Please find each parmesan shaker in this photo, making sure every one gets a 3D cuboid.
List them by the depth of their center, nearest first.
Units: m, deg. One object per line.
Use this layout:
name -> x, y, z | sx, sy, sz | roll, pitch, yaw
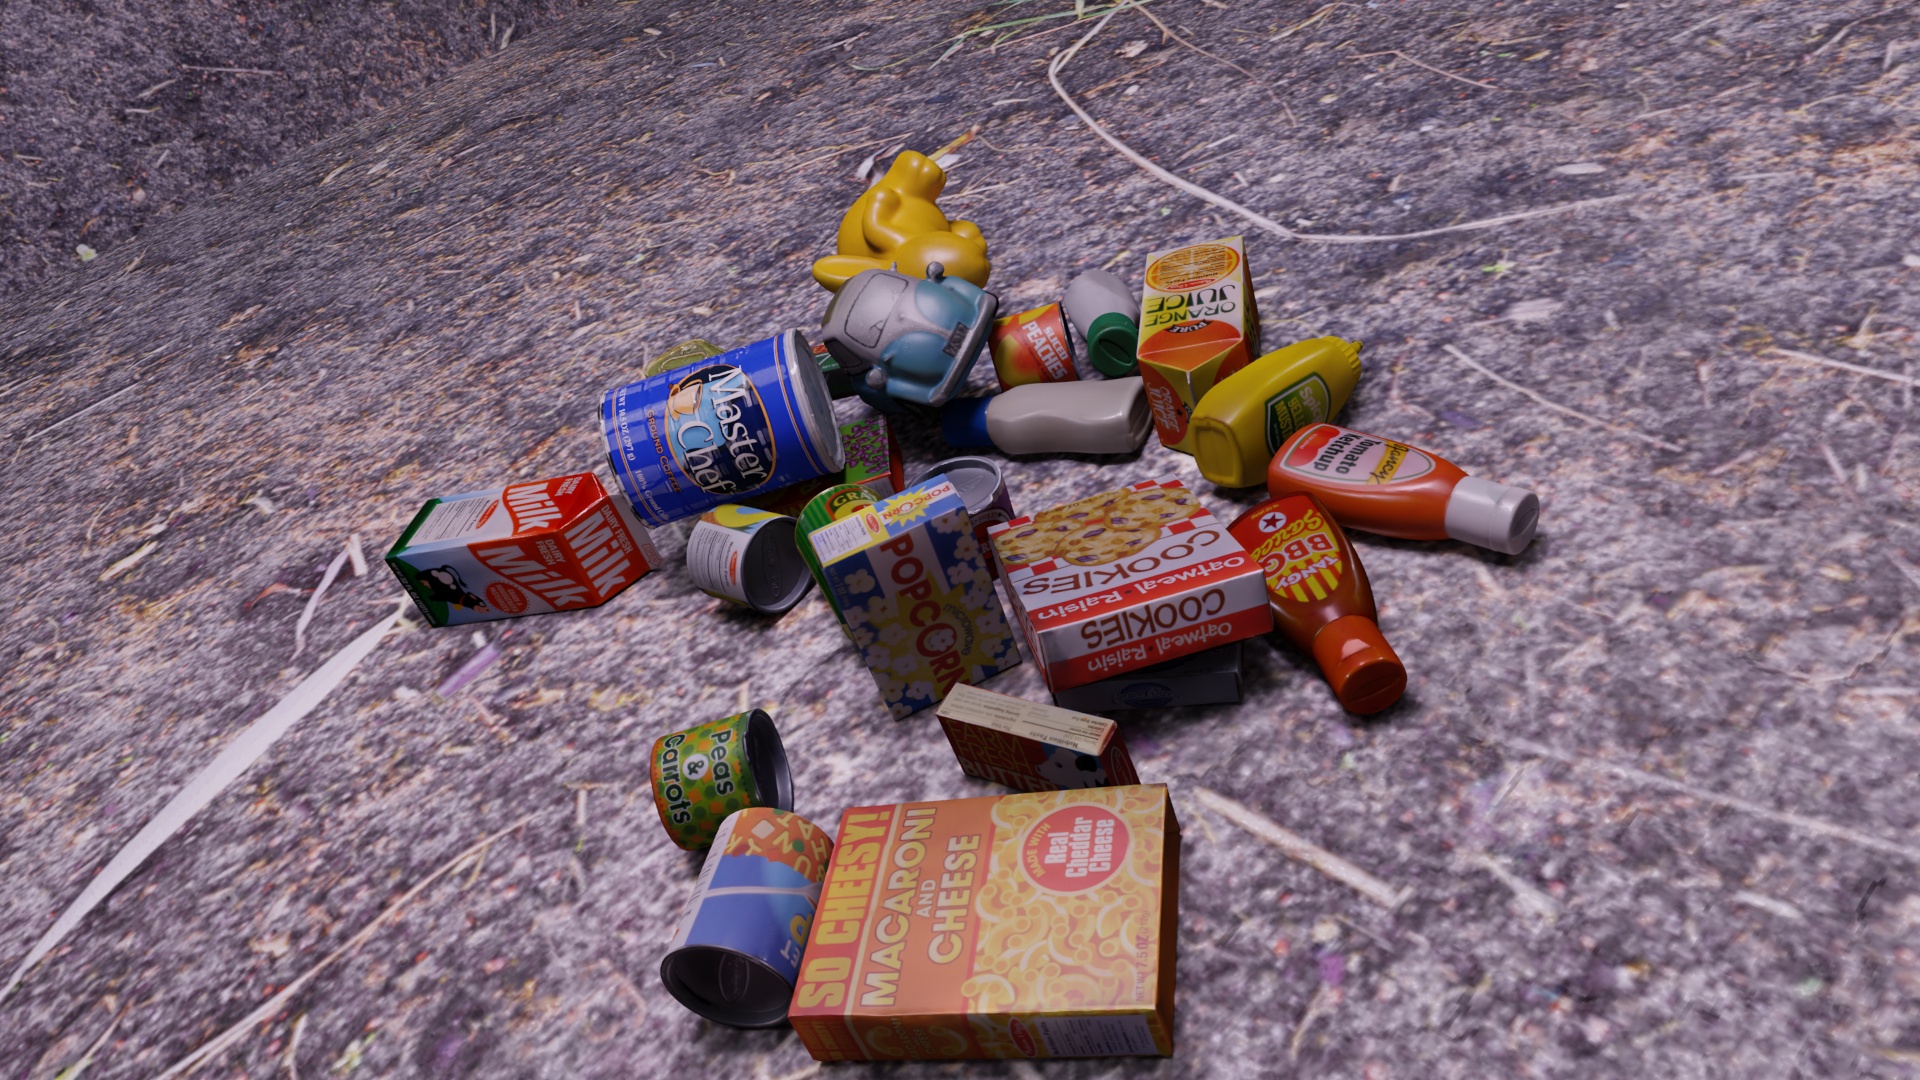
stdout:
parmesan shaker -> -0.057, 0.017, 0.884 | 0.071, 0.071, 0.103 | -27, 36, -9

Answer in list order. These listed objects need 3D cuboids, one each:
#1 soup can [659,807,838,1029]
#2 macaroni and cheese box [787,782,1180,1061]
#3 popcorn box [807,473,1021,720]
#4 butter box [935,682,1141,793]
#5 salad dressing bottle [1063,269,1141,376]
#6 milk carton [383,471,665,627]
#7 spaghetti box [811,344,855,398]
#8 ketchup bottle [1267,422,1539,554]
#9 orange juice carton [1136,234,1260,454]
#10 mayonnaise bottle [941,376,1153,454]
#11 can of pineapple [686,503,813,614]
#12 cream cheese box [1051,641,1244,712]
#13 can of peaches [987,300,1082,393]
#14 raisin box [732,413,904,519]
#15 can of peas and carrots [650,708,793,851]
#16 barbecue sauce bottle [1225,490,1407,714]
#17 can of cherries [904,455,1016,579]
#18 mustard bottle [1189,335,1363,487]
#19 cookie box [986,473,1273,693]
soup can -> -0.098, 0.184, 0.677 | 0.071, 0.071, 0.084 | -6, 37, 20
macaroni and cheese box -> 0.016, 0.178, 0.648 | 0.166, 0.040, 0.124 | -8, 37, 17
popcorn box -> -0.024, 0.033, 0.789 | 0.085, 0.126, 0.038 | -25, 38, -6
butter box -> 0.040, 0.108, 0.720 | 0.103, 0.053, 0.024 | 9, 47, 36
salad dressing bottle -> 0.108, -0.160, 1.022 | 0.044, 0.064, 0.148 | -51, 13, 19
milk carton -> -0.313, 0.005, 1.021 | 0.190, 0.072, 0.074 | -8, 36, 19
spaghetti box -> -0.134, -0.135, 1.157 | 0.250, 0.028, 0.050 | -11, 35, 13
ketchup bottle -> 0.255, -0.028, 0.802 | 0.065, 0.043, 0.149 | -39, 39, -28
orange juice carton -> 0.167, -0.132, 0.962 | 0.073, 0.071, 0.194 | -9, 36, 17
mayonnaise bottle -> 0.059, -0.086, 0.984 | 0.148, 0.041, 0.065 | -1, 35, 28
can of pineapple -> -0.139, 0.012, 0.931 | 0.058, 0.070, 0.071 | 13, 47, 39
cream cheese box -> 0.104, 0.067, 0.768 | 0.104, 0.024, 0.054 | -7, 36, 19
can of peaches -> 0.055, -0.138, 1.030 | 0.058, 0.071, 0.071 | -15, 35, 10
raisin box -> -0.104, -0.039, 1.003 | 0.123, 0.040, 0.086 | -17, 36, 7
can of peas and carrots -> -0.131, 0.131, 0.760 | 0.059, 0.070, 0.071 | -17, 35, 7
barbecue sauce bottle -> 0.194, 0.033, 0.751 | 0.065, 0.043, 0.149 | -27, 34, 7
can of cherries -> 0.003, -0.011, 0.895 | 0.071, 0.058, 0.072 | -13, 35, 9
mustard bottle -> 0.215, -0.094, 0.897 | 0.161, 0.065, 0.049 | -36, 33, -28
cookie box -> 0.090, 0.020, 0.787 | 0.123, 0.040, 0.168 | -16, 21, -2
